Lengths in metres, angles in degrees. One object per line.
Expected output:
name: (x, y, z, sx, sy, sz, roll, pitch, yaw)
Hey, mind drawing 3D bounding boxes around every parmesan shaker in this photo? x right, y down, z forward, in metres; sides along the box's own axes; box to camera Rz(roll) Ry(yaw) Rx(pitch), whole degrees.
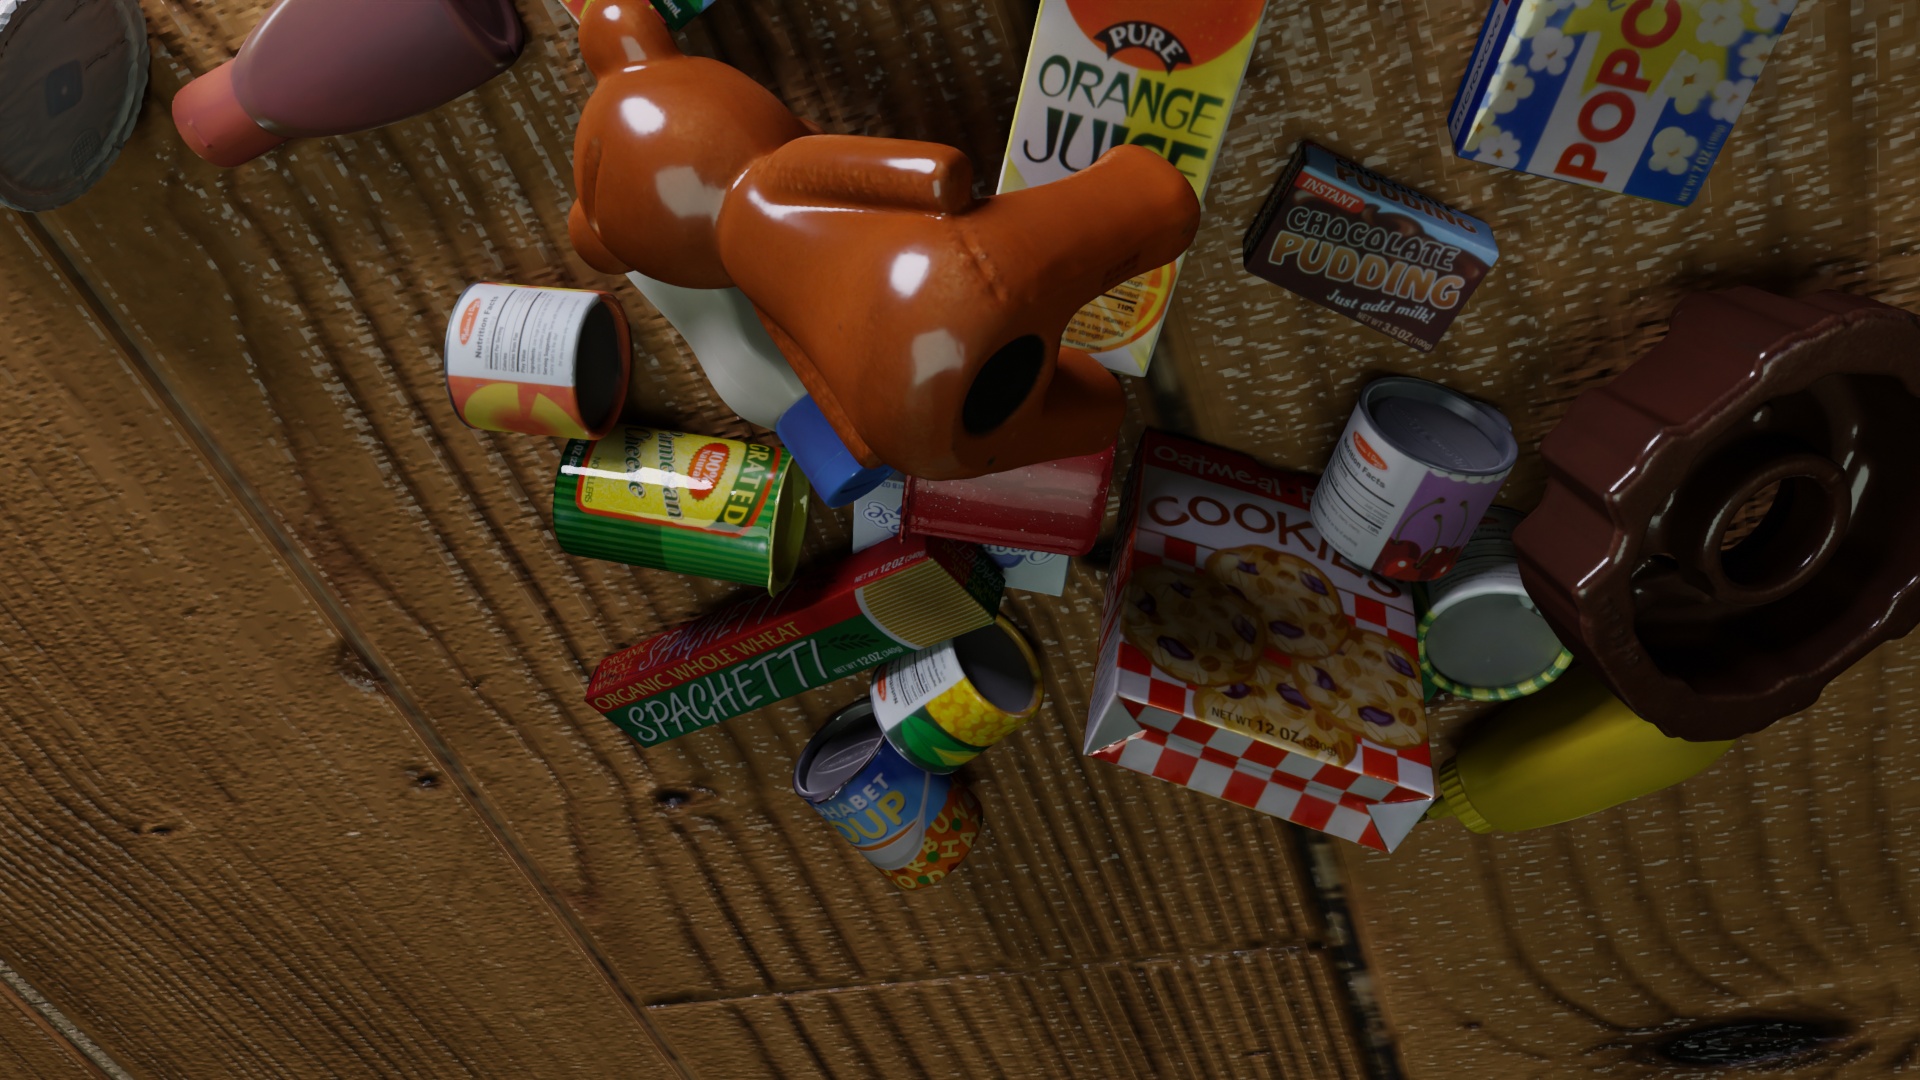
parmesan shaker: (-0.128, -0.015, 0.642, 0.103, 0.072, 0.071, 9, 127, 5)

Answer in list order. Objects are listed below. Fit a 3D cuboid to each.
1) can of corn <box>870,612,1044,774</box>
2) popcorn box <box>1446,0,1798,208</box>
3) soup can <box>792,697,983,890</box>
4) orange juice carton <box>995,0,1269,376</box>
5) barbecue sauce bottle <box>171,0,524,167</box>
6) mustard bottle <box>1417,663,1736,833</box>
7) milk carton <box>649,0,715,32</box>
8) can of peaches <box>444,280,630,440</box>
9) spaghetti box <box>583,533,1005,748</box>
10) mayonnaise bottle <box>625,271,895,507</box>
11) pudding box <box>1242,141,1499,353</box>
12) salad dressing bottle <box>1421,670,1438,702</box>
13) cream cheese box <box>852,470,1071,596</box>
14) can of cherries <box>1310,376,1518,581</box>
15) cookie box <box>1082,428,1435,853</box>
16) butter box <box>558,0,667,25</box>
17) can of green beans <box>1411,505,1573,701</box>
can of corn: (0.001, 0.074, 0.686, 0.071, 0.071, 0.058, 40, 124, -18)
popcorn box: (0.228, -0.183, 0.465, 0.085, 0.038, 0.126, 13, 128, 2)
soup can: (-0.038, 0.137, 0.737, 0.071, 0.072, 0.083, -27, 117, 28)
orange juice carton: (0.059, -0.162, 0.494, 0.073, 0.072, 0.191, 15, 128, 1)
barbecue sauce bottle: (-0.250, -0.192, 0.555, 0.148, 0.044, 0.064, -16, 121, 23)
mustard bottle: (0.278, 0.101, 0.653, 0.049, 0.066, 0.159, 41, 129, -12)
milk carton: (-0.038, -0.256, 0.444, 0.190, 0.074, 0.072, -26, 117, 27)
can of peaches: (-0.183, -0.078, 0.613, 0.058, 0.071, 0.071, 5, 127, 7)
spaghetti box: (-0.091, 0.052, 0.693, 0.249, 0.029, 0.050, -22, 125, 33)
mayonnaise bottle: (-0.079, -0.081, 0.550, 0.148, 0.065, 0.041, 54, 132, 11)
pudding box: (0.158, -0.113, 0.536, 0.084, 0.030, 0.049, 23, 126, -6)
salad dressing bottle: (0.147, 0.042, 0.638, 0.148, 0.064, 0.043, 15, 141, -9)
cream cheese box: (0.002, -0.008, 0.651, 0.104, 0.024, 0.053, 9, 129, 5)
can of cherries: (0.188, -0.025, 0.574, 0.071, 0.072, 0.058, 15, 128, 0)
cookie box: (0.122, 0.032, 0.566, 0.123, 0.168, 0.040, 18, 131, -2)
butter box: (-0.142, -0.234, 0.513, 0.053, 0.024, 0.103, -28, 116, 28)
can of green beans: (0.230, 0.028, 0.609, 0.071, 0.058, 0.071, 6, 127, 8)
